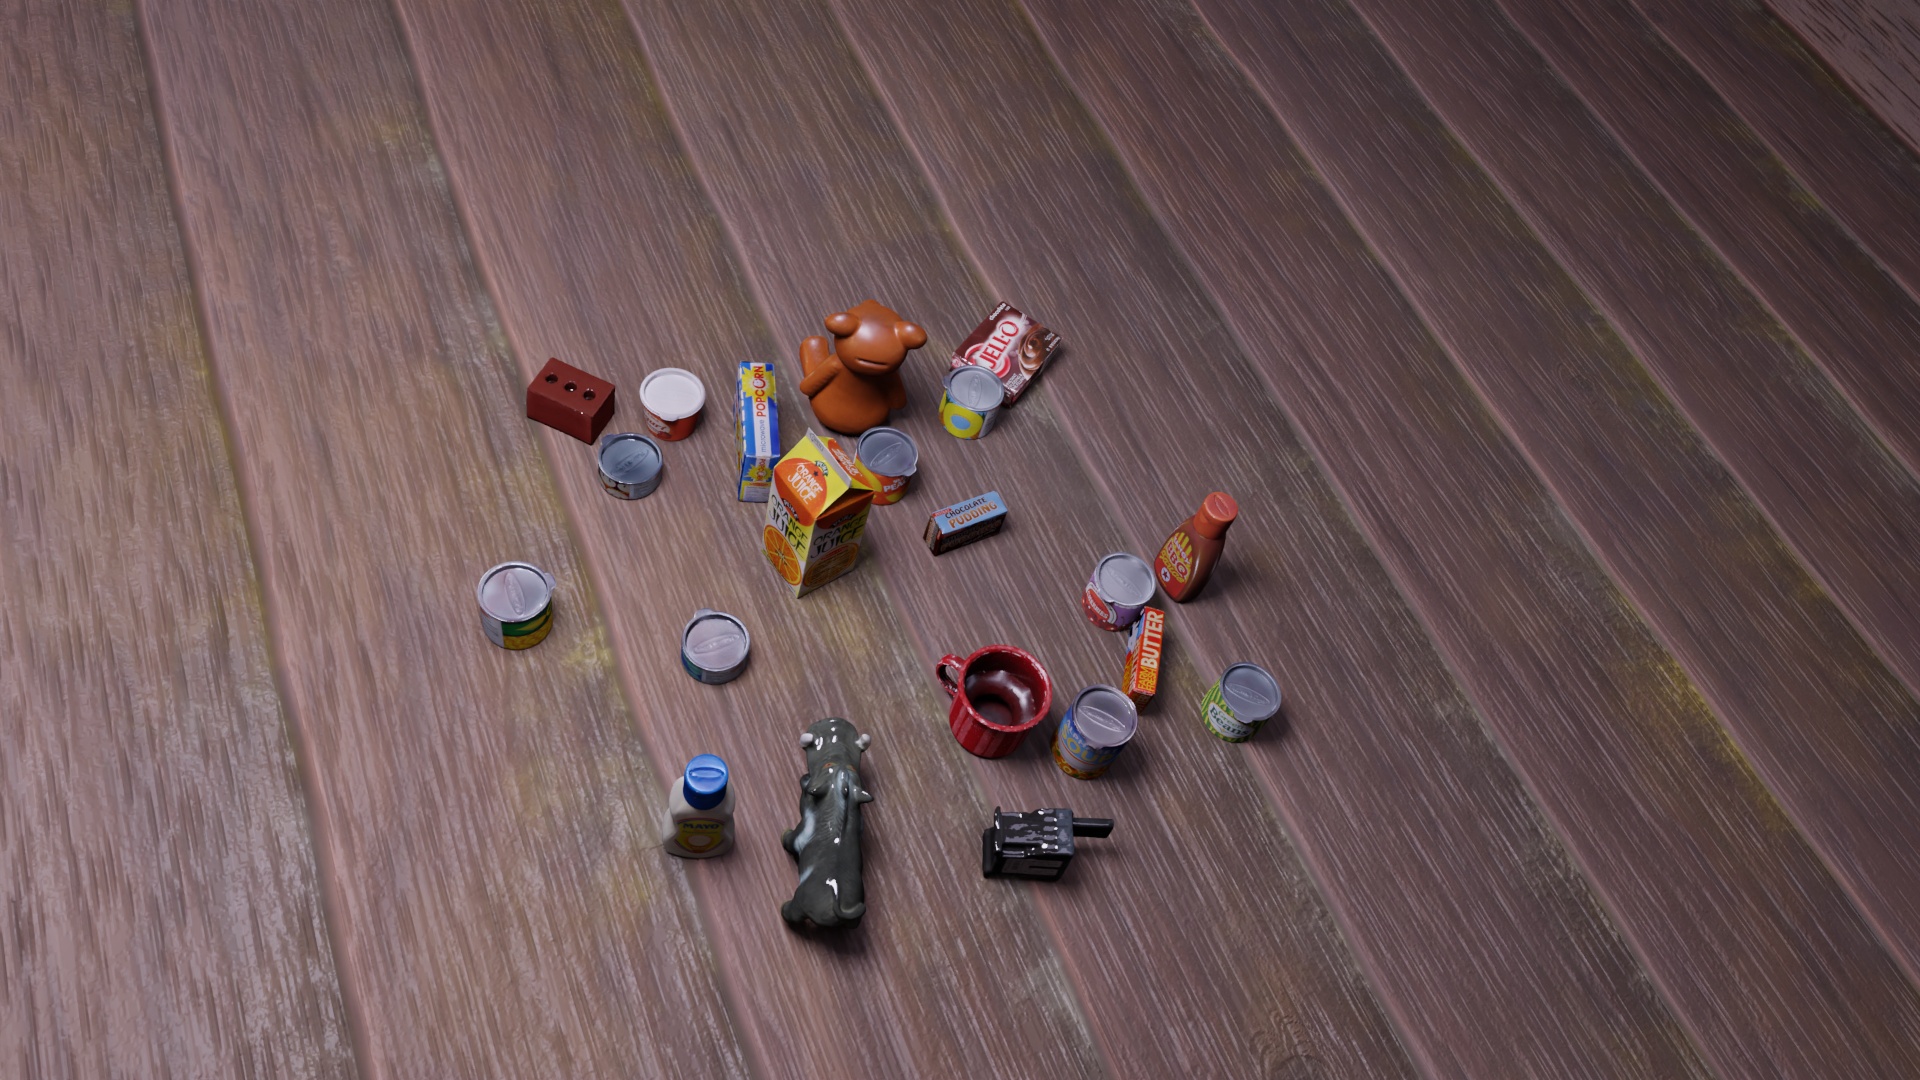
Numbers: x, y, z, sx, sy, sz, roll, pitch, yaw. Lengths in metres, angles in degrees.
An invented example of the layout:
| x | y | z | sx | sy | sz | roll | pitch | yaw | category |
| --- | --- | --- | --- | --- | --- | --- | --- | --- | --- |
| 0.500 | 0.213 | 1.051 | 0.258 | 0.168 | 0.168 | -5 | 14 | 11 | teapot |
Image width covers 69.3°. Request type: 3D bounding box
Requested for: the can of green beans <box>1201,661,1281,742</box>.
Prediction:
| x | y | z | sx | sy | sz | roll | pitch | yaw | category |
| --- | --- | --- | --- | --- | --- | --- | --- | --- | --- |
| 0.289 | 0.168 | 1.433 | 0.071 | 0.057 | 0.071 | 7 | 56 | -10 | can of green beans |

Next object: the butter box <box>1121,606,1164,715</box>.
| x | y | z | sx | sy | sz | roll | pitch | yaw | category |
| --- | --- | --- | --- | --- | --- | --- | --- | --- | --- |
| 0.188 | 0.125 | 1.439 | 0.024 | 0.052 | 0.104 | 16 | 55 | -4 | butter box |

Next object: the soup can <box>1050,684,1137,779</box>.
| x | y | z | sx | sy | sz | roll | pitch | yaw | category |
| --- | --- | --- | --- | --- | --- | --- | --- | --- | --- |
| 0.129 | 0.191 | 1.361 | 0.071 | 0.083 | 0.072 | 7 | 56 | -10 | soup can |

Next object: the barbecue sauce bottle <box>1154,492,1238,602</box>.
| x | y | z | sx | sy | sz | roll | pitch | yaw | category |
| --- | --- | --- | --- | --- | --- | --- | --- | --- | --- |
| 0.252 | 0.004 | 1.477 | 0.044 | 0.147 | 0.065 | -14 | 62 | -22 | barbecue sauce bottle |

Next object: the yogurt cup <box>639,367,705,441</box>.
| x | y | z | sx | sy | sz | roll | pitch | yaw | category |
| --- | --- | --- | --- | --- | --- | --- | --- | --- | --- |
| -0.310 | -0.144 | 1.492 | 0.072 | 0.053 | 0.073 | 7 | 56 | -10 | yogurt cup |

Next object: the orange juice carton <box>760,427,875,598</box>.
| x | y | z | sx | sy | sz | roll | pitch | yaw | category |
| --- | --- | --- | --- | --- | --- | --- | --- | --- | --- |
| -0.141 | -0.031 | 1.374 | 0.073 | 0.191 | 0.072 | -28 | 68 | -28 | orange juice carton |

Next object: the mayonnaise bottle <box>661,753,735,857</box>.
| x | y | z | sx | sy | sz | roll | pitch | yaw | category |
| --- | --- | --- | --- | --- | --- | --- | --- | --- | --- |
| -0.225 | 0.232 | 1.206 | 0.065 | 0.147 | 0.041 | 4 | 57 | -12 | mayonnaise bottle |

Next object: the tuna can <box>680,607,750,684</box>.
| x | y | z | sx | sy | sz | roll | pitch | yaw | category |
| --- | --- | --- | --- | --- | --- | --- | --- | --- | --- |
| -0.241 | 0.103 | 1.358 | 0.071 | 0.032 | 0.071 | 7 | 56 | -10 | tuna can |

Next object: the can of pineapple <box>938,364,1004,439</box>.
| x | y | z | sx | sy | sz | roll | pitch | yaw | category |
| --- | --- | --- | --- | --- | --- | --- | --- | --- | --- |
| 0.010 | -0.158 | 1.579 | 0.071 | 0.057 | 0.071 | 7 | 56 | -10 | can of pineapple |

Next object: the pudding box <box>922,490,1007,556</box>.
| x | y | z | sx | sy | sz | roll | pitch | yaw | category |
| --- | --- | --- | --- | --- | --- | --- | --- | --- | --- |
| 0.005 | -0.019 | 1.491 | 0.084 | 0.049 | 0.030 | -20 | 64 | -25 | pudding box |

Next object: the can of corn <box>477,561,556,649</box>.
| x | y | z | sx | sy | sz | roll | pitch | yaw | category |
| --- | --- | --- | --- | --- | --- | --- | --- | --- | --- |
| -0.421 | 0.062 | 1.324 | 0.071 | 0.058 | 0.071 | 7 | 56 | -10 | can of corn |

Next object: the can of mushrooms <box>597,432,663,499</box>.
| x | y | z | sx | sy | sz | roll | pitch | yaw | category |
| --- | --- | --- | --- | --- | --- | --- | --- | --- | --- |
| -0.347 | -0.079 | 1.452 | 0.071 | 0.033 | 0.071 | 7 | 56 | -10 | can of mushrooms |

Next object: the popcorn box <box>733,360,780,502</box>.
| x | y | z | sx | sy | sz | roll | pitch | yaw | category |
| --- | --- | --- | --- | --- | --- | --- | --- | --- | --- |
| -0.218 | -0.115 | 1.477 | 0.038 | 0.084 | 0.127 | 0 | 57 | -14 | popcorn box |

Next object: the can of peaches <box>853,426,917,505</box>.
| x | y | z | sx | sy | sz | roll | pitch | yaw | category |
| --- | --- | --- | --- | --- | --- | --- | --- | --- | --- |
| -0.082 | -0.079 | 1.503 | 0.071 | 0.057 | 0.071 | 7 | 56 | -10 | can of peaches |

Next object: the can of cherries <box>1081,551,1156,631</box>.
| x | y | z | sx | sy | sz | roll | pitch | yaw | category |
| --- | --- | --- | --- | --- | --- | --- | --- | --- | --- |
| 0.165 | 0.056 | 1.476 | 0.071 | 0.058 | 0.072 | 7 | 56 | -10 | can of cherries |
